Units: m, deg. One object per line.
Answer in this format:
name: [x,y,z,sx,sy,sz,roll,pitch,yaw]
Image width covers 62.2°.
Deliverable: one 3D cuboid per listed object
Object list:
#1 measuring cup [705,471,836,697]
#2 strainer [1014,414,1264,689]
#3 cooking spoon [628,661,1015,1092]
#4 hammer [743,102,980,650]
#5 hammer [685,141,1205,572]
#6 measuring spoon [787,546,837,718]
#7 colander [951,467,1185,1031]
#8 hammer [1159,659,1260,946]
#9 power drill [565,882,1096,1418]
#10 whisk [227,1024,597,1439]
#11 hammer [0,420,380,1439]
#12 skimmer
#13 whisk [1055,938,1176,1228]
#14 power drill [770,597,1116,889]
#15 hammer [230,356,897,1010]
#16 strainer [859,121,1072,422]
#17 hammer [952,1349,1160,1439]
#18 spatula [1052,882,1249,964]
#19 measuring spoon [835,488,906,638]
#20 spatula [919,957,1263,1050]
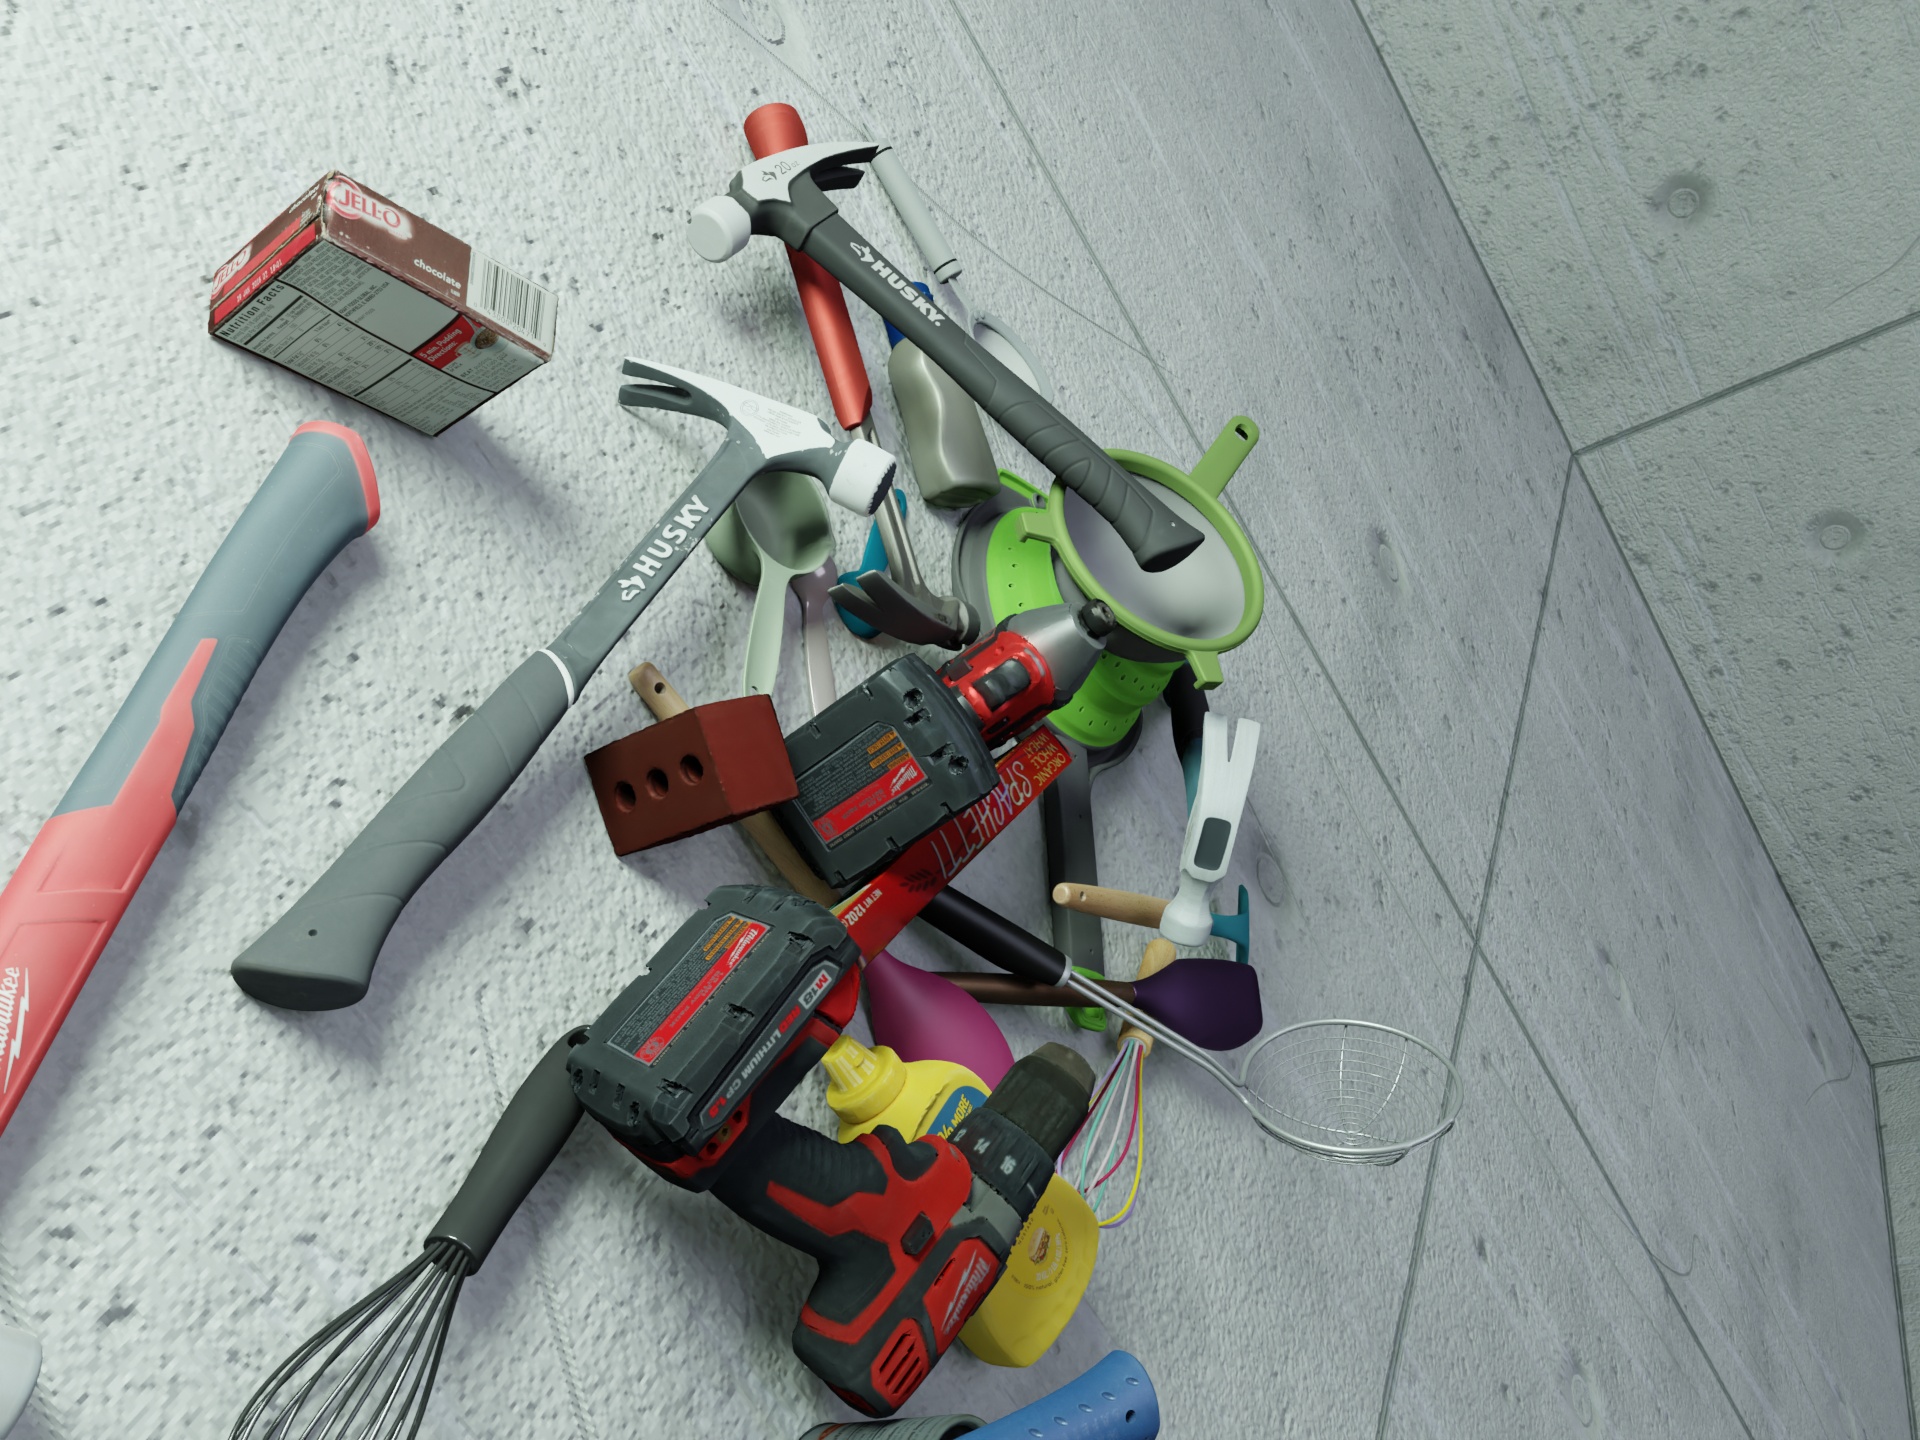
measuring cup: [-0.112,-0.070,0.848,0.083,0.038,0.168,33,49,-41]
strainer: [0.128,-0.117,1.007,0.151,0.069,0.256,39,44,-1]
cooking spoon: [-0.067,0.097,0.822,0.069,0.017,0.318,-46,108,-28]
hammer: [-0.075,-0.215,0.943,0.149,0.036,0.359,21,49,-65]
hammer: [0.009,-0.207,0.920,0.335,0.035,0.146,41,49,-1]
measuring spoon: [-0.076,-0.043,0.897,0.034,0.018,0.124,16,60,-50]
colander: [0.096,0.000,1.041,0.204,0.094,0.397,26,52,-45]
hammer: [0.157,0.021,1.066,0.331,0.033,0.128,-76,179,-70]
power drill: [-0.039,0.171,0.695,0.188,0.080,0.226,-49,123,-24]
whisk: [-0.190,0.196,0.589,0.055,0.055,0.239,55,31,-19]
hammer: [-0.299,0.026,0.535,0.143,0.038,0.387,40,43,-32]
skimmer: [0.123,0.151,0.910,0.363,0.090,0.127,32,19,-15]
whisk: [0.099,0.214,0.979,0.051,0.047,0.245,67,28,-24]
power drill: [-0.001,-0.003,0.848,0.078,0.143,0.220,56,29,0]
hammer: [-0.174,-0.034,0.707,0.149,0.036,0.409,27,48,3]
strainer: [-0.005,-0.309,1.123,0.258,0.050,0.087,60,29,-2]
hammer: [-0.084,0.321,0.573,0.405,0.035,0.144,-6,78,-37]
spatula: [0.135,0.130,1.028,0.317,0.044,0.082,20,72,-54]
measuring spoon: [-0.045,-0.102,0.968,0.042,0.021,0.129,46,40,-30]
spatula: [0.083,0.166,0.956,0.315,0.018,0.060,12,67,-40]
